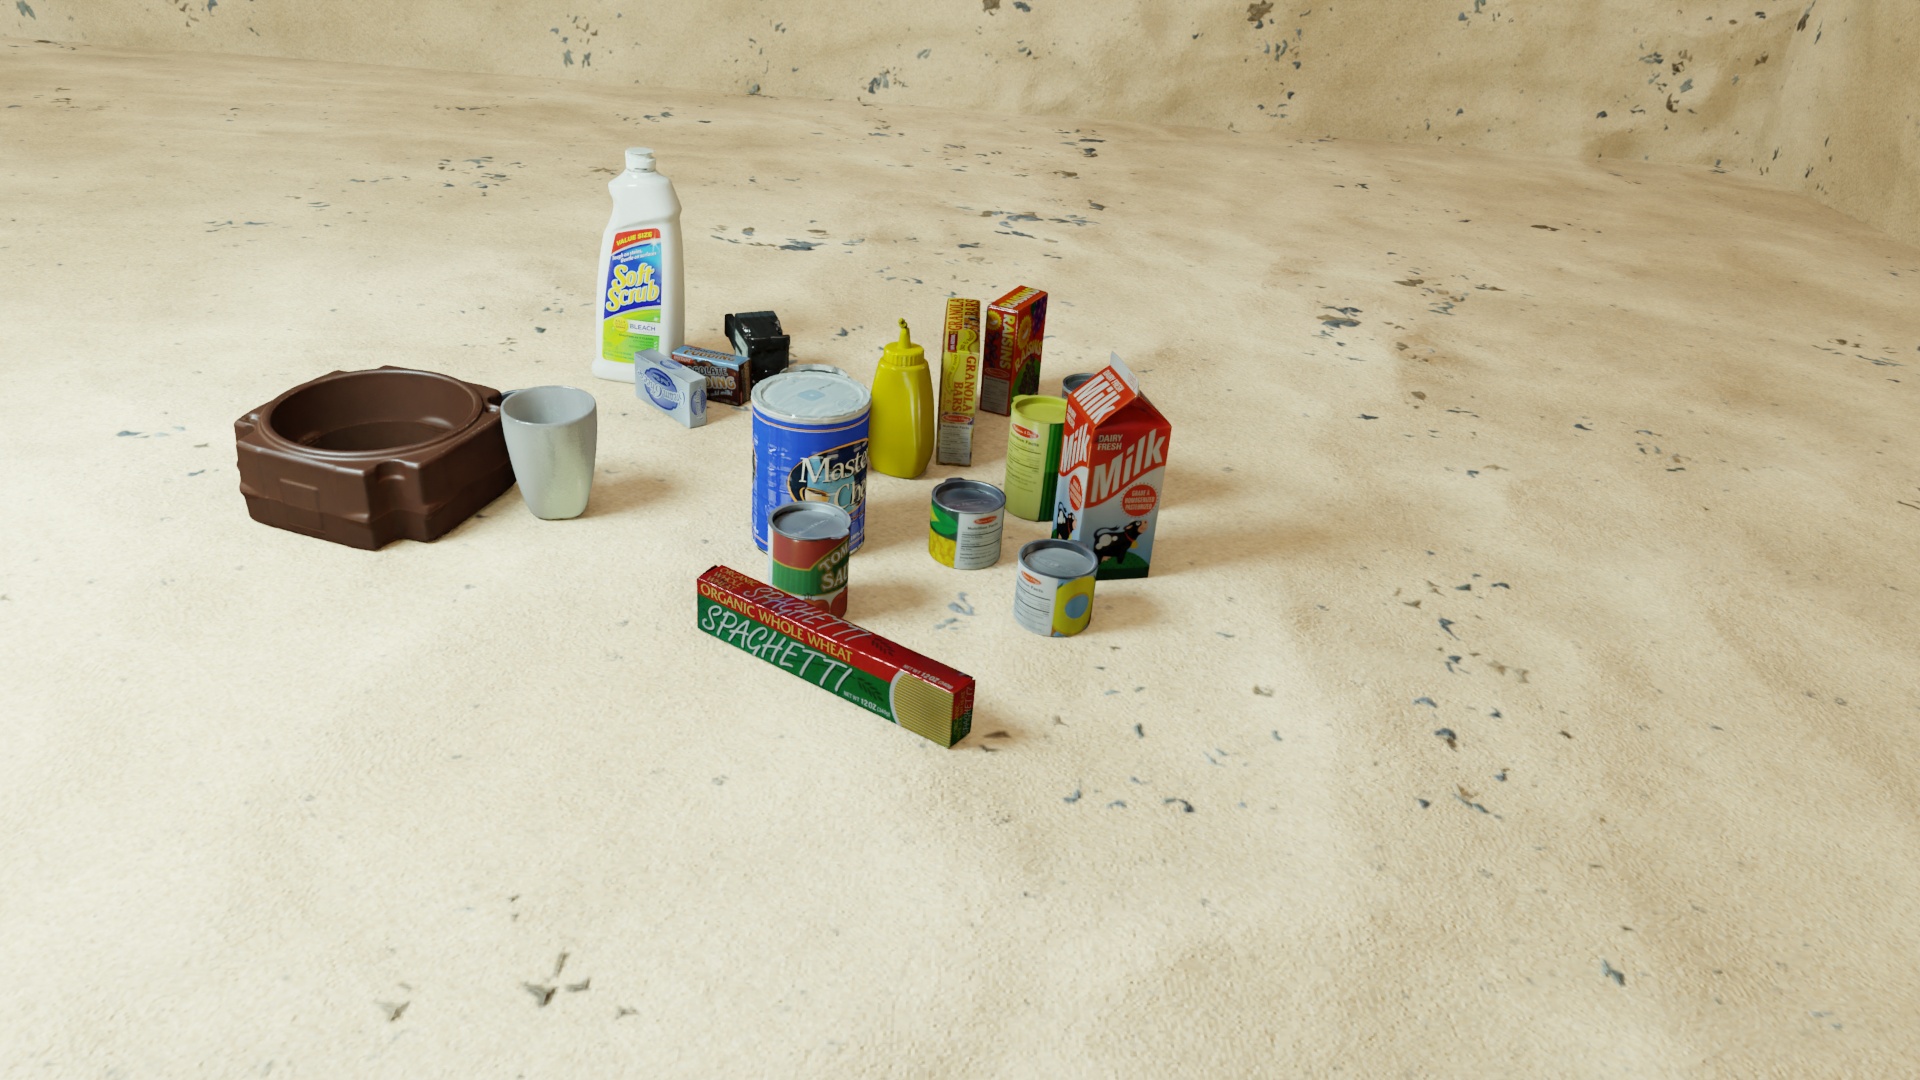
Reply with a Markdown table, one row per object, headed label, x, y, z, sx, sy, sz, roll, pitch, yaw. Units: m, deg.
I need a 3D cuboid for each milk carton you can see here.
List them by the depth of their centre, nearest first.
| label | x | y | z | sx | sy | sz | roll | pitch | yaw |
| --- | --- | --- | --- | --- | --- | --- | --- | --- | --- |
| milk carton | 0.131 | -0.064 | 1.205 | 0.073 | 0.189 | 0.072 | -3 | 29 | -14 |

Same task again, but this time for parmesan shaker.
| label | x | y | z | sx | sy | sz | roll | pitch | yaw |
| --- | --- | --- | --- | --- | --- | --- | --- | --- | --- |
| parmesan shaker | 0.075 | -0.079 | 1.316 | 0.071 | 0.102 | 0.071 | 4 | 28 | -2 |

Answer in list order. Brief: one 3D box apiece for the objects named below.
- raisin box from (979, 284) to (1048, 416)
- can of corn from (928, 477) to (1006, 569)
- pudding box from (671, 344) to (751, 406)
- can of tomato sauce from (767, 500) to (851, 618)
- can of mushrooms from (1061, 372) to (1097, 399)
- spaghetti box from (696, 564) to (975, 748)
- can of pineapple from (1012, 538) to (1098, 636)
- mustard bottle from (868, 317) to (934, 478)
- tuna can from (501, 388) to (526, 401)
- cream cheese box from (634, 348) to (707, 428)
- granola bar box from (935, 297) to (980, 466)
| label | x | y | z | sx | sy | sz | roll | pitch | yaw |
| --- | --- | --- | --- | --- | --- | --- | --- | --- | --- |
| raisin box | 0.059 | -0.211 | 1.538 | 0.040 | 0.122 | 0.086 | 17 | 30 | 22 |
| can of corn | 0.004 | -0.015 | 1.234 | 0.071 | 0.058 | 0.071 | 4 | 28 | -2 |
| pudding box | -0.270 | -0.180 | 1.507 | 0.084 | 0.049 | 0.030 | 14 | 29 | 16 |
| can of tomato sauce | -0.121 | 0.020 | 1.122 | 0.071 | 0.082 | 0.071 | 4 | 28 | -2 |
| can of mushrooms | 0.148 | -0.160 | 1.553 | 0.071 | 0.033 | 0.071 | 4 | 28 | -2 |
| spaghetti box | -0.100 | 0.083 | 1.042 | 0.250 | 0.050 | 0.029 | 21 | 32 | 28 |
| can of pineapple | 0.079 | 0.038 | 1.146 | 0.071 | 0.057 | 0.071 | 4 | 28 | -2 |
| mustard bottle | -0.056 | -0.141 | 1.351 | 0.065 | 0.159 | 0.049 | 15 | 29 | 19 |
| tuna can | -0.438 | -0.125 | 1.395 | 0.071 | 0.032 | 0.071 | 4 | 28 | -2 |
| cream cheese box | -0.305 | -0.161 | 1.462 | 0.024 | 0.053 | 0.104 | -21 | 38 | -40 |
| granola bar box | -0.003 | -0.168 | 1.448 | 0.039 | 0.123 | 0.166 | 4 | 28 | -1 |
